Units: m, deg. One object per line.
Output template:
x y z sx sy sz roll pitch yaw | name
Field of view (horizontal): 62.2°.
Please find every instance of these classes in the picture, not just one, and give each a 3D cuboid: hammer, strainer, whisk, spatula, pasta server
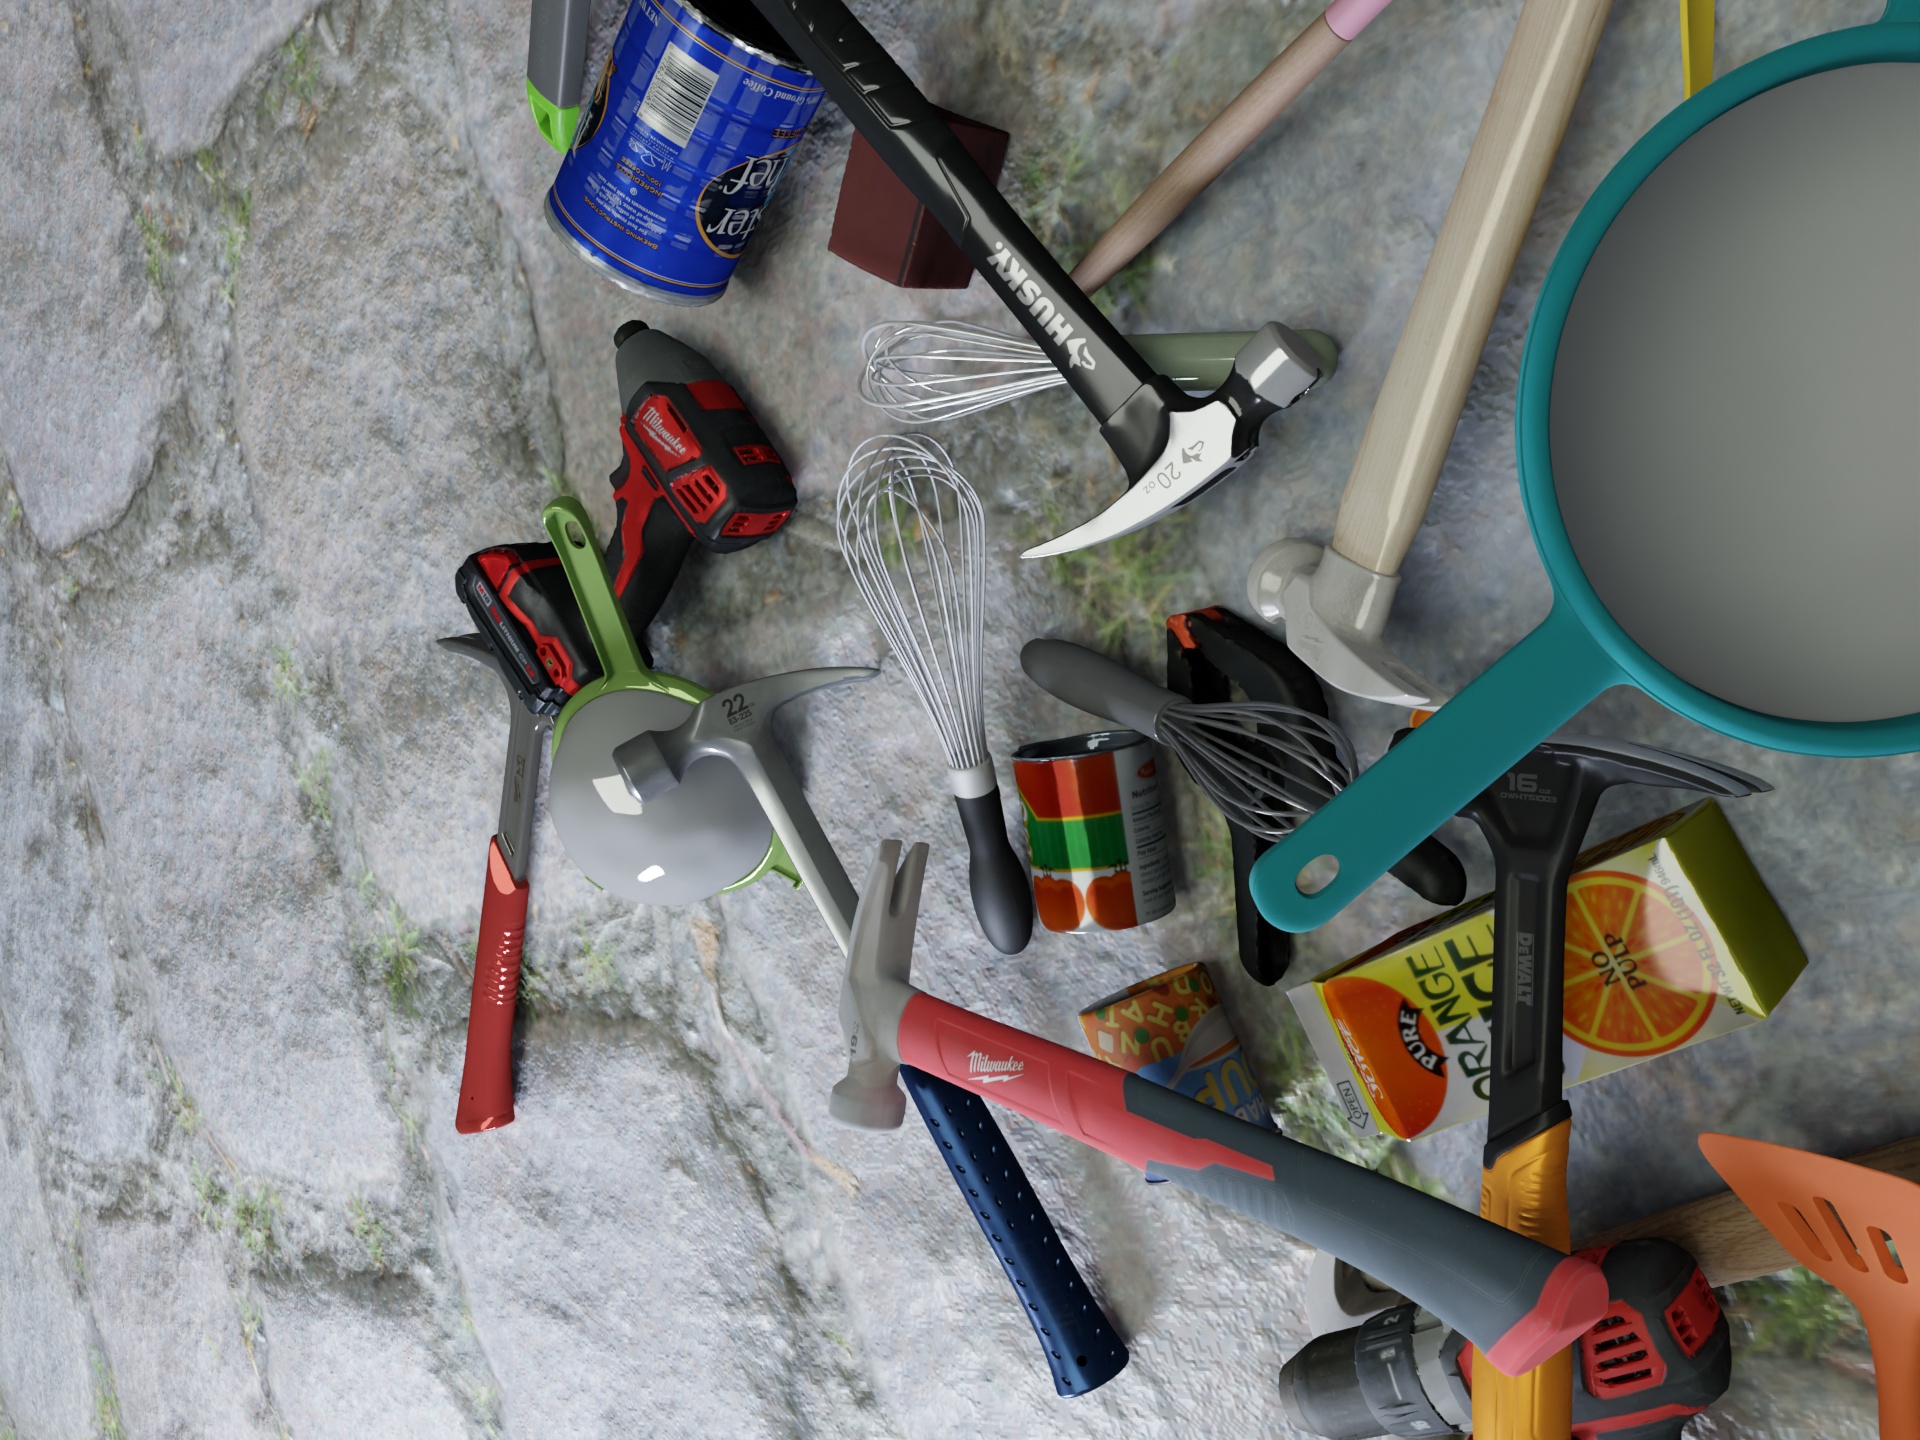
-0.317 0.124 1.085 0.149 0.036 0.359 27 115 31 | hammer
0.222 -0.057 0.513 0.340 0.095 0.211 -42 97 9 | strainer
-0.002 -0.222 0.692 0.146 0.035 0.335 -44 79 31 | hammer
0.276 0.212 0.635 0.331 0.031 0.130 -36 78 38 | hammer
0.000 -0.002 0.753 0.070 0.070 0.284 10 126 37 | whisk
0.337 0.288 0.571 0.081 0.041 0.322 2 111 56 | spatula
0.089 0.000 0.683 0.239 0.055 0.055 30 120 57 | whisk
0.209 0.172 0.565 0.127 0.034 0.337 5 96 43 | hammer
-0.022 0.159 0.829 0.144 0.035 0.405 -29 89 -5 | hammer
0.123 -0.256 0.614 0.040 0.060 0.316 58 141 3 | pasta server
0.053 -0.162 0.722 0.246 0.059 0.057 7 141 34 | whisk
0.201 -0.204 0.558 0.146 0.038 0.410 -118 41 -65 | hammer
0.078 0.151 0.656 0.386 0.038 0.143 10 92 48 | hammer
-0.187 0.007 0.866 0.151 0.069 0.256 -2 121 22 | strainer

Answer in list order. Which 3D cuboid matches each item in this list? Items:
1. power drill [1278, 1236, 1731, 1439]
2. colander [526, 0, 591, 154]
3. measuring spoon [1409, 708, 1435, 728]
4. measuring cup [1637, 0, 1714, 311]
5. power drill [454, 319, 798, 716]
0.241 0.325 0.621 0.188 0.080 0.227 -33 77 38 | power drill
-0.162 -0.472 0.804 0.205 0.094 0.396 48 143 20 | colander
0.232 -0.019 0.633 0.117 0.011 0.021 -31 80 35 | measuring spoon
0.244 -0.220 0.556 0.029 0.062 0.156 1 90 49 | measuring cup
-0.194 -0.114 0.910 0.219 0.078 0.143 -44 73 33 | power drill
